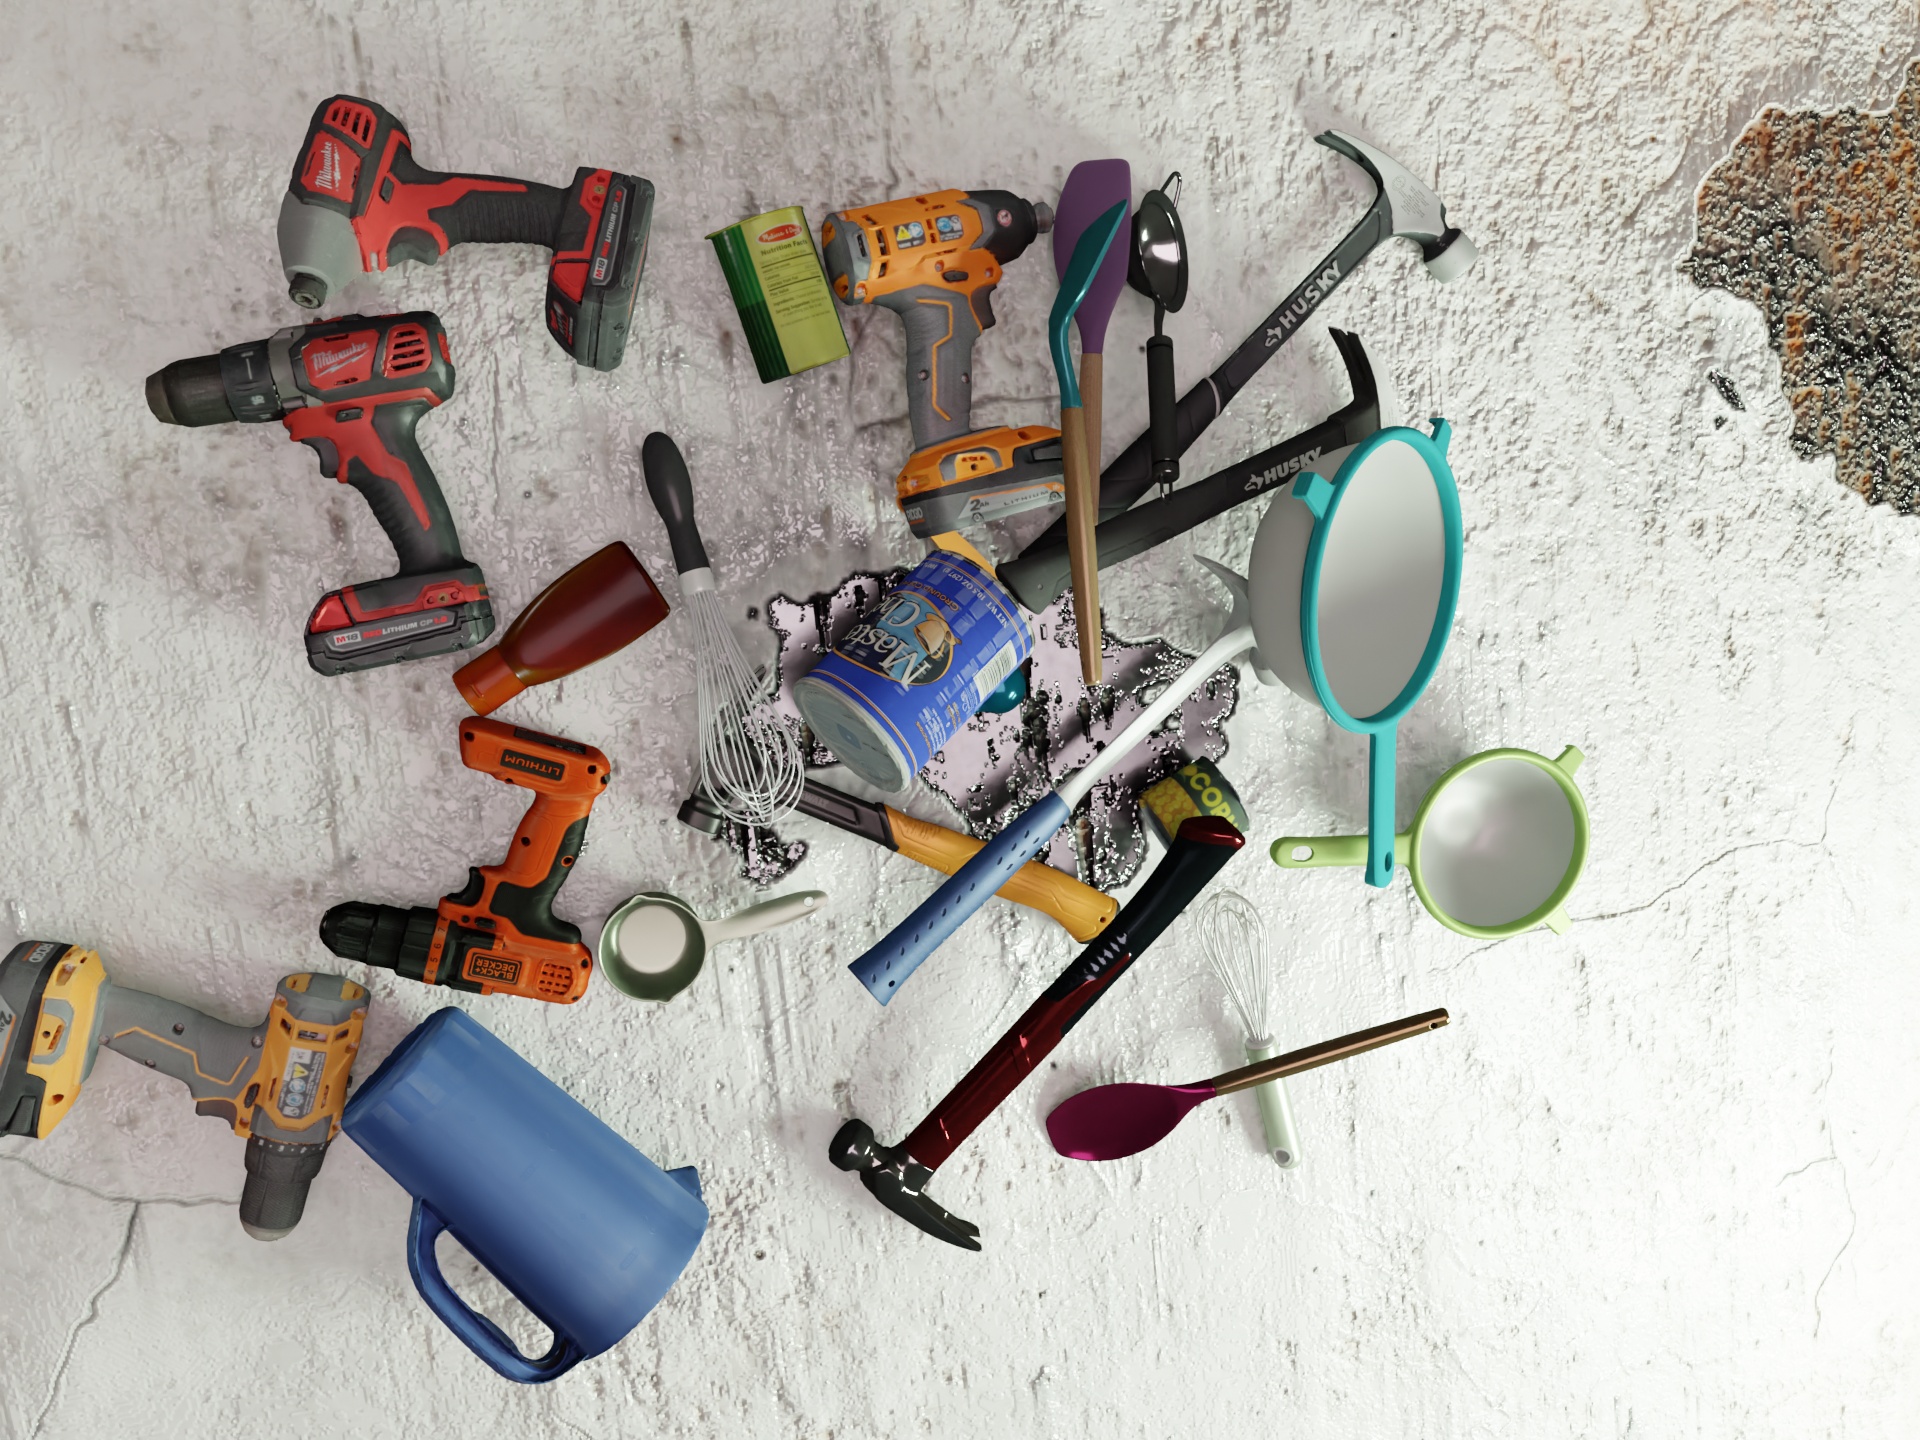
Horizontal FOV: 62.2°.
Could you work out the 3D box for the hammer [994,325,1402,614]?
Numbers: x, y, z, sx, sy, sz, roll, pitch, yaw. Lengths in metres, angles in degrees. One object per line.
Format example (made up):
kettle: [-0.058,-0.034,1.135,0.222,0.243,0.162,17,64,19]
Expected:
hammer: [0.173,-0.162,1.131,0.335,0.035,0.146,-25,121,-16]

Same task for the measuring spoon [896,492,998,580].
measuring spoon: [-0.005,-0.125,1.158,0.116,0.011,0.021,45,75,-17]

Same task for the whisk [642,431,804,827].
whisk: [-0.171,-0.063,1.088,0.070,0.070,0.285,-16,85,-9]

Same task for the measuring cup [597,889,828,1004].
measuring cup: [-0.178,0.148,1.146,0.167,0.038,0.083,-16,101,-11]

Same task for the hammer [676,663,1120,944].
hammer: [-0.029,0.080,1.168,0.336,0.034,0.127,24,94,-14]

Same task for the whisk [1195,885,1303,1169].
whisk: [0.233,0.243,1.243,0.058,0.059,0.246,-6,108,33]

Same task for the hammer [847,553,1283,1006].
hammer: [0.078,0.047,1.138,0.405,0.035,0.143,-43,136,-7]

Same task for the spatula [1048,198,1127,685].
spatula: [0.087,-0.182,1.062,0.044,0.082,0.317,-4,89,-19]

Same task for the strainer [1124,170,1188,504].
strainer: [0.136,-0.268,1.110,0.050,0.086,0.259,-11,68,29]

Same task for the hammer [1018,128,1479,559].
hammer: [0.194,-0.255,1.167,0.409,0.036,0.149,-46,103,-2]

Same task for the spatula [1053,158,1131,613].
spatula: [0.090,-0.233,1.125,0.060,0.018,0.316,5,98,28]

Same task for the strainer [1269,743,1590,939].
strainer: [0.355,0.092,1.233,0.256,0.069,0.151,-2,100,-9]

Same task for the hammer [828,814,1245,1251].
hammer: [0.079,0.227,1.174,0.143,0.038,0.386,39,100,-15]

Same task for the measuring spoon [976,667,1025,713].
measuring spoon: [-0.002,-0.004,1.150,0.128,0.021,0.042,-34,100,-23]

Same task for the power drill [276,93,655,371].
power drill: [-0.315,-0.305,1.011,0.219,0.078,0.143,12,67,-11]

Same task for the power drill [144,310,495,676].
power drill: [-0.410,-0.145,1.037,0.188,0.080,0.226,-12,97,-10]

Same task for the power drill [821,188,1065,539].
power drill: [0.010,-0.254,1.104,0.164,0.084,0.226,-18,98,-16]

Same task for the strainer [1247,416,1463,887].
strainer: [0.269,-0.042,1.139,0.211,0.095,0.340,-26,119,-42]

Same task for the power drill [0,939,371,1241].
power drill: [-0.530,0.249,1.068,0.226,0.084,0.185,13,97,-18]

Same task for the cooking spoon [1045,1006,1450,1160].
cooking spoon: [0.219,0.274,1.221,0.319,0.017,0.068,-19,109,7]
